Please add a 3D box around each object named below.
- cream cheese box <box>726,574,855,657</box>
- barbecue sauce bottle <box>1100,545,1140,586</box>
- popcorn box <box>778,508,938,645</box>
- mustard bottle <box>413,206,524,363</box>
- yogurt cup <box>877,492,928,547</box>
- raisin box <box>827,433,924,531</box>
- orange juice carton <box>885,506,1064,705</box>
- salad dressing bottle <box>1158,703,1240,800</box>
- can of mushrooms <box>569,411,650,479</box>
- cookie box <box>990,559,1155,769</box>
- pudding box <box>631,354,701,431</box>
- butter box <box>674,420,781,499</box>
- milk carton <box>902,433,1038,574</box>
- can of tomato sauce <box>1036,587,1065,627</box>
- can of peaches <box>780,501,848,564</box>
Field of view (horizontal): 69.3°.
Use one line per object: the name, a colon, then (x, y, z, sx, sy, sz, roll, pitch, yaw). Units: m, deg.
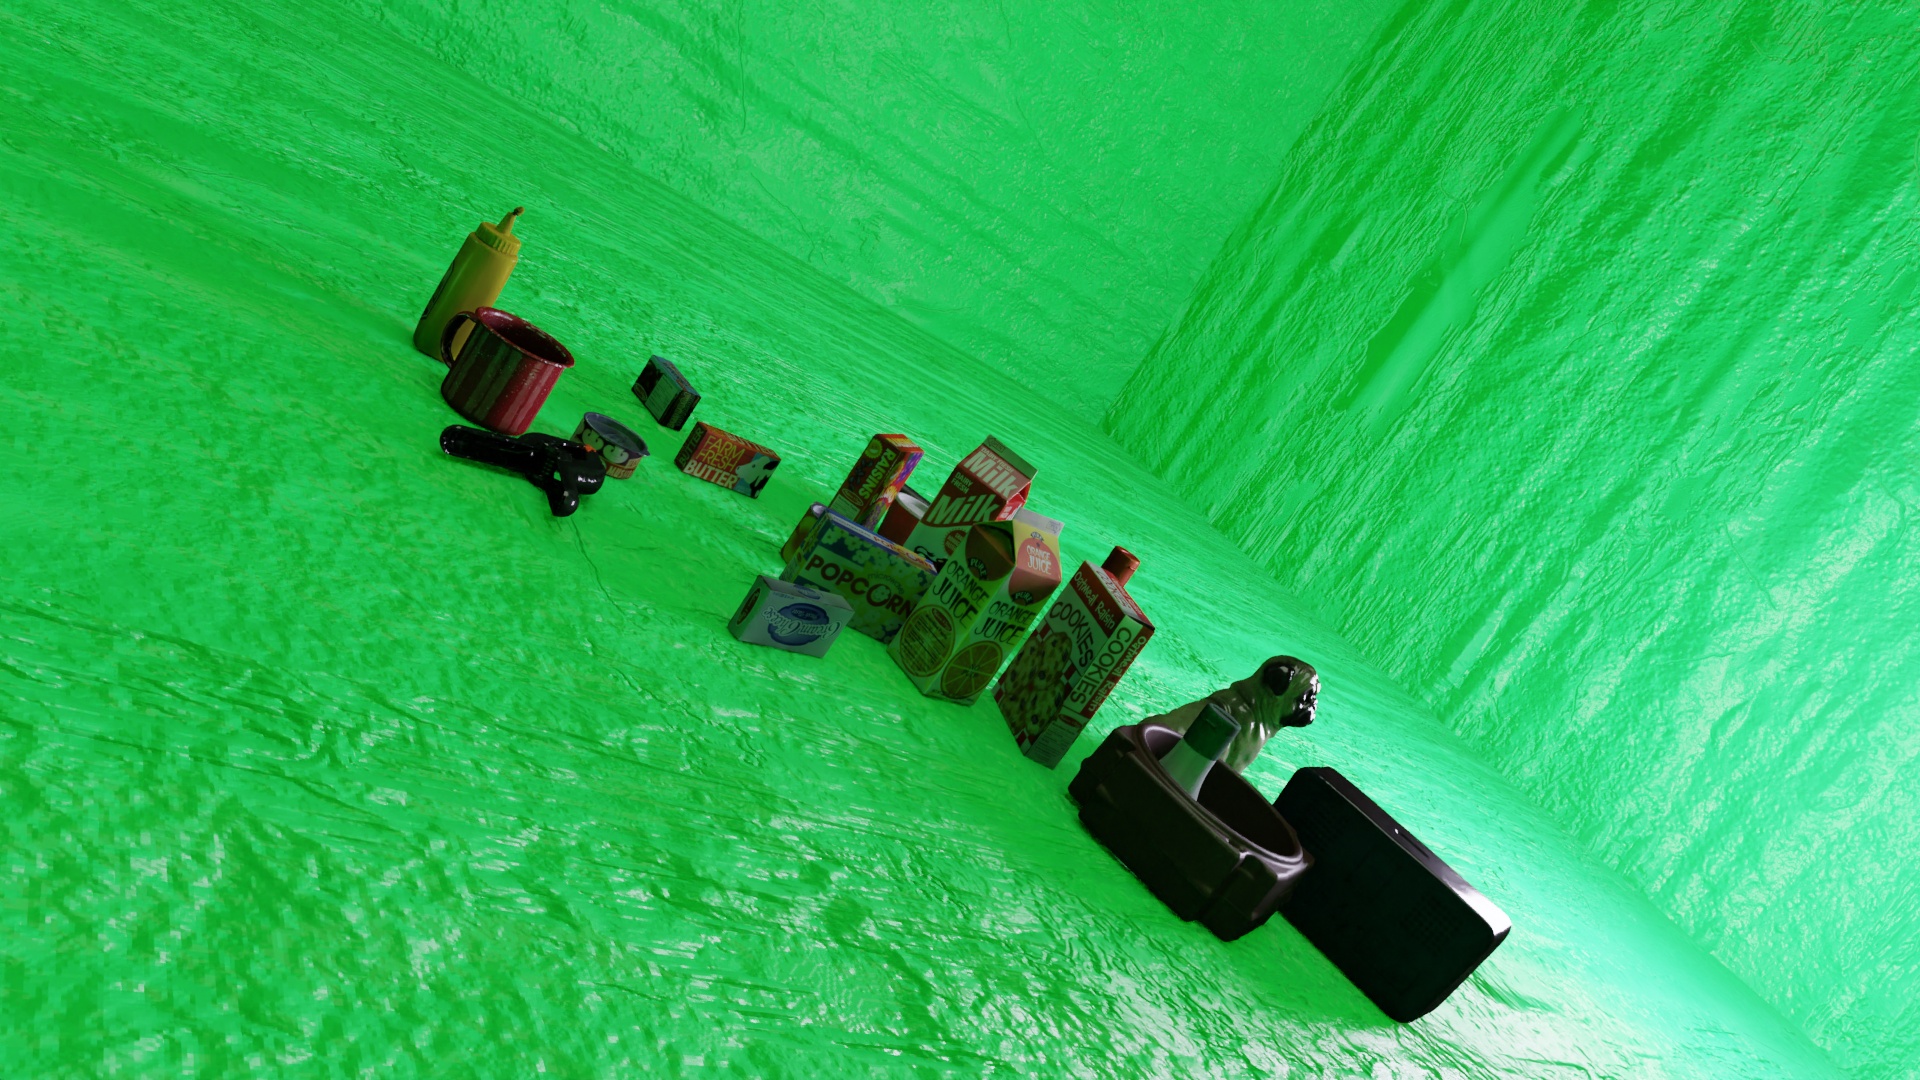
cream cheese box: (-0.140, 0.064, 1.156, 0.104, 0.053, 0.024, 19, 20, -50)
barbecue sauce bottle: (0.157, 0.075, 1.644, 0.065, 0.148, 0.044, 24, 16, -41)
popcorn box: (-0.095, 0.035, 1.304, 0.126, 0.085, 0.038, 28, 14, -27)
mustard bottle: (-0.443, -0.240, 1.267, 0.049, 0.160, 0.065, 28, 14, -27)
yogurt cup: (-0.062, -0.017, 1.647, 0.072, 0.054, 0.072, 33, 13, -8)
raisin box: (-0.099, -0.061, 1.557, 0.040, 0.123, 0.086, 37, 13, 13)
orange juice carton: (0.023, 0.054, 1.287, 0.072, 0.192, 0.073, 21, 18, -47)
salad dressing bottle: (0.191, 0.212, 1.232, 0.064, 0.147, 0.044, 41, 14, 29)
can of mushrooms: (-0.325, -0.087, 1.289, 0.071, 0.033, 0.071, 33, 13, -8)
cookie box: (0.105, 0.116, 1.325, 0.040, 0.167, 0.123, 29, 13, -24)
pudding box: (-0.325, -0.164, 1.534, 0.030, 0.049, 0.084, 21, 19, -48)
butter box: (-0.241, -0.083, 1.443, 0.103, 0.053, 0.024, 22, 18, -44)
milk carton: (0.005, -0.019, 1.515, 0.072, 0.190, 0.073, 38, 13, 14)
can of tomato sauce: (0.124, 0.108, 1.592, 0.071, 0.083, 0.071, 33, 12, -8)
can of peaches: (-0.137, 0.004, 1.374, 0.071, 0.058, 0.071, 33, 13, -8)
